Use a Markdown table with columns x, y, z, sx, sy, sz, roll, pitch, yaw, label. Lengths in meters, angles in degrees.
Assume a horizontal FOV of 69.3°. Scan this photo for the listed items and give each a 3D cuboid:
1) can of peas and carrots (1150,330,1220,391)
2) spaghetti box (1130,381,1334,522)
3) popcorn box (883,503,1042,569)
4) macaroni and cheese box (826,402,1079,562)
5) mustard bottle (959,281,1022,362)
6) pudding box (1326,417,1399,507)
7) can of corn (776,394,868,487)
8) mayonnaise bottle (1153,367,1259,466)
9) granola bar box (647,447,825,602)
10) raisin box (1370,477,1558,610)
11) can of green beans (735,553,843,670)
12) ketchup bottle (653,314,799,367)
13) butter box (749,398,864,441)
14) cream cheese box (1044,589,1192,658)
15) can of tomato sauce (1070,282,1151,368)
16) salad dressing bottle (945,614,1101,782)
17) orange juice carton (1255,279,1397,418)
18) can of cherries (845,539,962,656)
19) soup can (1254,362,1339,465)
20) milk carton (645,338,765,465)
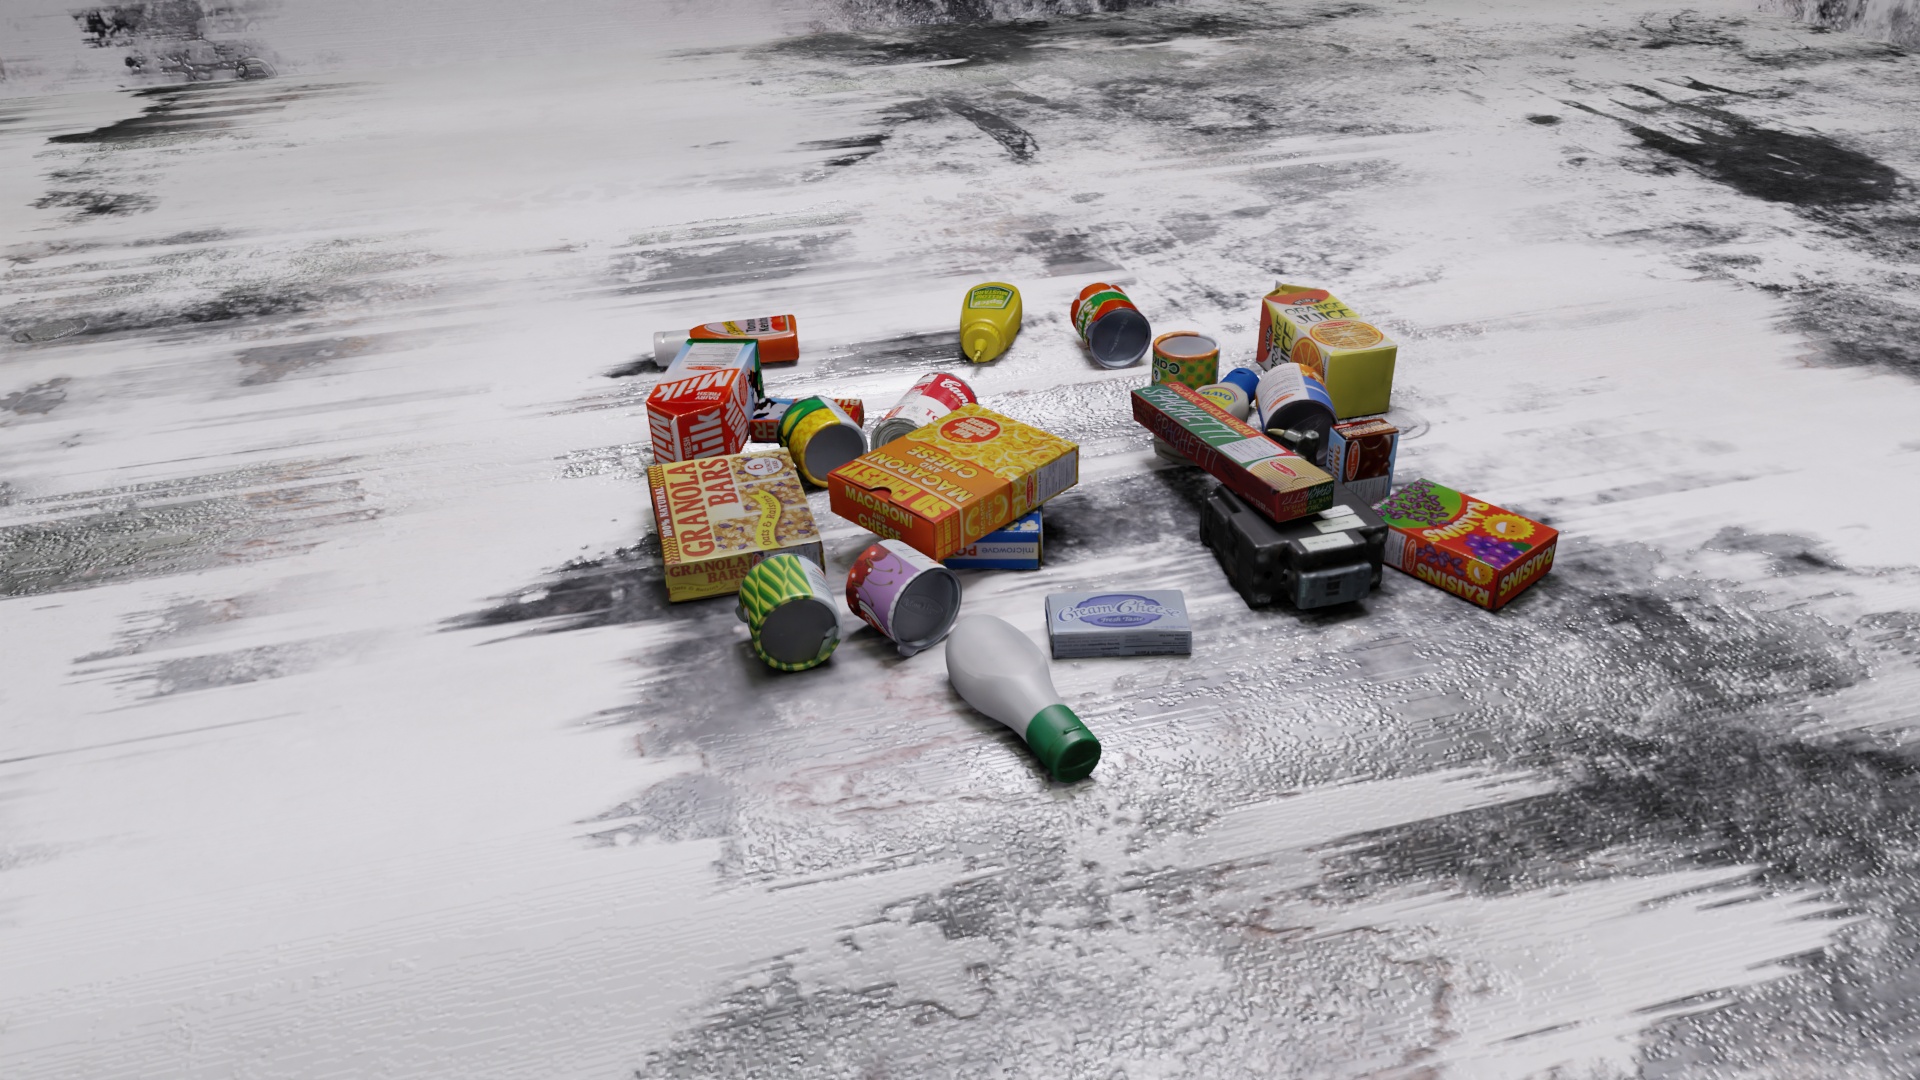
| x | y | z | sx | sy | sz | roll | pitch | yaw | label |
| --- | --- | --- | --- | --- | --- | --- | --- | --- | --- |
| 0.217 | -0.166 | 1.355 | 0.071 | 0.058 | 0.071 | -1 | 31 | 1 | can of peas and carrots |
| 0.216 | -0.079 | 1.141 | 0.050 | 0.028 | 0.251 | -13 | 27 | -16 | spaghetti box |
| 0.004 | -0.014 | 1.136 | 0.127 | 0.038 | 0.085 | 0 | 32 | 3 | popcorn box |
| -0.005 | -0.051 | 1.119 | 0.124 | 0.040 | 0.167 | 25 | 40 | 38 | macaroni and cheese box |
| 0.029 | -0.227 | 1.476 | 0.065 | 0.048 | 0.161 | 1 | 31 | 8 | mustard bottle |
| 0.329 | -0.056 | 1.144 | 0.050 | 0.083 | 0.030 | -10 | 31 | -12 | pudding box |
| -0.124 | -0.086 | 1.238 | 0.071 | 0.070 | 0.058 | -16 | 34 | -22 | can of corn |
| 0.235 | -0.118 | 1.291 | 0.065 | 0.041 | 0.149 | 14 | 35 | 28 | mayonnaise bottle |
| -0.188 | -0.016 | 1.148 | 0.124 | 0.038 | 0.166 | -9 | 32 | -13 | granola bar box |
| 0.389 | 0.001 | 1.090 | 0.086 | 0.040 | 0.123 | -24 | 37 | -34 | raisin box |
| -0.123 | 0.052 | 1.006 | 0.071 | 0.071 | 0.058 | -11 | 33 | -14 | can of green beans |
| -0.246 | -0.207 | 1.463 | 0.149 | 0.043 | 0.065 | -7 | 32 | -7 | ketchup bottle |
| -0.145 | -0.115 | 1.323 | 0.103 | 0.024 | 0.053 | 1 | 31 | 5 | butter box |
| 0.115 | 0.061 | 1.019 | 0.104 | 0.024 | 0.053 | -2 | 31 | 0 | cream cheese box |
| 0.154 | -0.226 | 1.451 | 0.071 | 0.070 | 0.083 | -7 | 31 | -8 | can of tomato sauce |
| 0.041 | 0.105 | 0.933 | 0.064 | 0.043 | 0.148 | -14 | 34 | -23 | salad dressing bottle |
| 0.352 | -0.195 | 1.384 | 0.073 | 0.071 | 0.193 | -9 | 32 | -12 | orange juice carton |
| -0.044 | 0.042 | 1.022 | 0.072 | 0.071 | 0.058 | -26 | 38 | -34 | can of cherries |
| 0.306 | -0.113 | 1.262 | 0.071 | 0.071 | 0.084 | 1 | 30 | 5 | soup can |
| -0.239 | -0.120 | 1.291 | 0.073 | 0.072 | 0.191 | 1 | 30 | 5 | milk carton |
